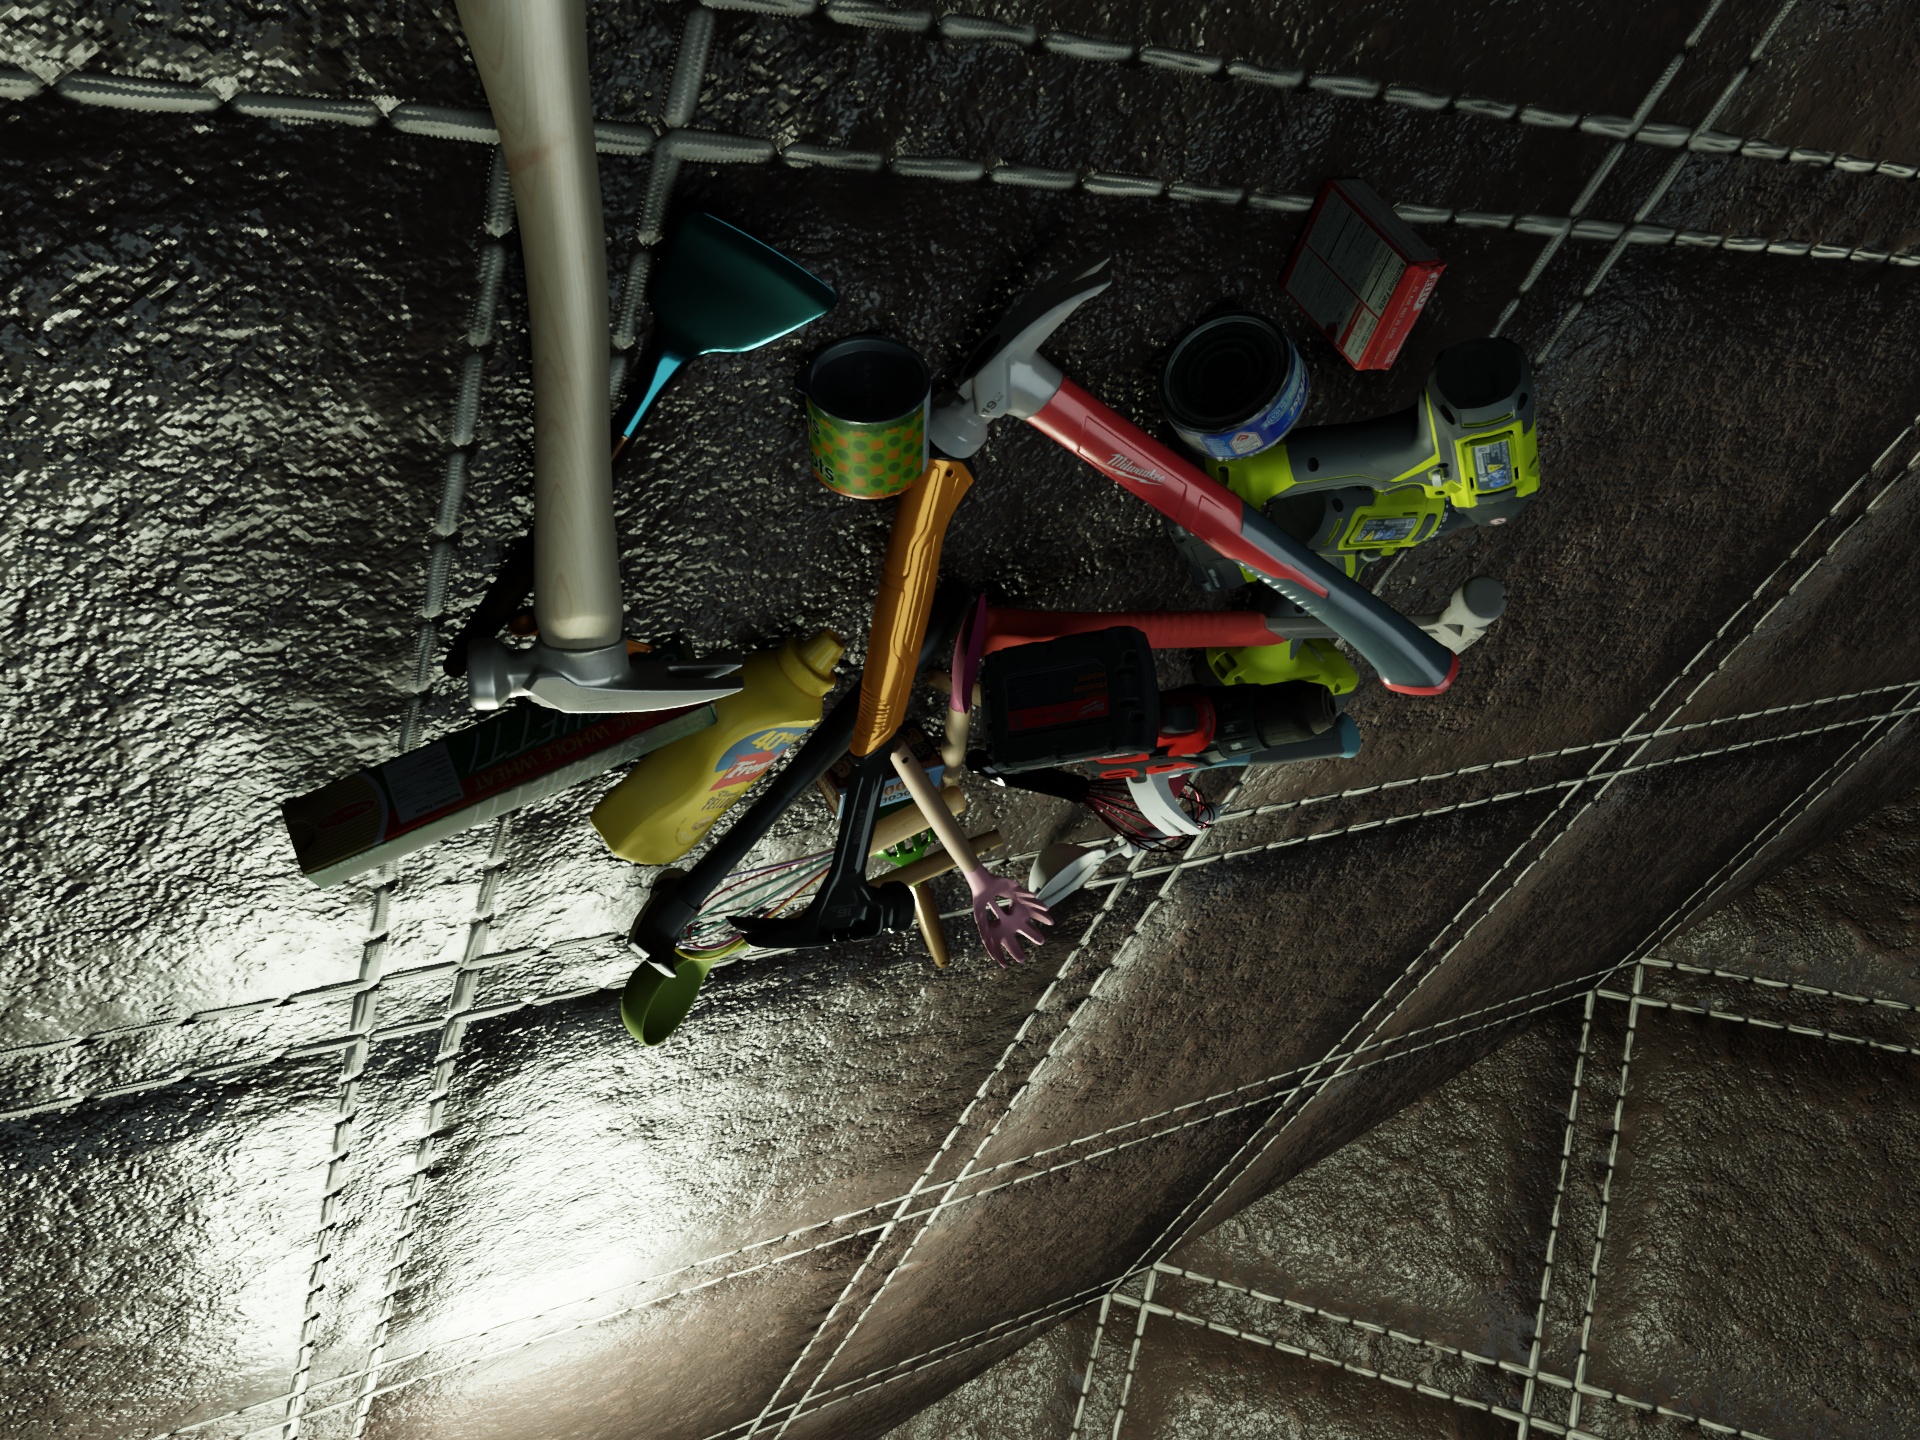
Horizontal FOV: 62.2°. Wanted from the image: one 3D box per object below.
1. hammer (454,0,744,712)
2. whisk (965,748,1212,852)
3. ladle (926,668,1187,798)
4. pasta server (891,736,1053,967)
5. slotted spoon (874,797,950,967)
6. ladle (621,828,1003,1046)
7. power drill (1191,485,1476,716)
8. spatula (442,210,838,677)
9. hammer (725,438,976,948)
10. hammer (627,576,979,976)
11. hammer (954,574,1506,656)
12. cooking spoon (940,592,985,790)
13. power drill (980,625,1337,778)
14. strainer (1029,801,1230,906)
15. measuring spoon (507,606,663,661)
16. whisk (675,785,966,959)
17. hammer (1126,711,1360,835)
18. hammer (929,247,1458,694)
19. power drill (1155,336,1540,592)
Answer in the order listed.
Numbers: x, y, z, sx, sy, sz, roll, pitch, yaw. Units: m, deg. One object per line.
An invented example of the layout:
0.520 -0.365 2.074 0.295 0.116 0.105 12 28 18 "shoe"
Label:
-0.169 -0.157 0.730 0.146 0.038 0.410 -2 136 -11 "hammer"
0.109 0.059 1.296 0.295 0.073 0.073 17 125 -44 "whisk"
0.085 0.006 1.211 0.031 0.069 0.315 -21 152 38 "ladle"
0.004 0.099 1.176 0.060 0.040 0.315 -41 146 -9 "pasta server"
-0.032 0.141 1.320 0.070 0.031 0.313 -21 149 -6 "slotted spoon"
-0.111 0.162 1.222 0.320 0.062 0.078 -23 155 -2 "ladle"
0.289 -0.101 1.204 0.190 0.080 0.228 -7 138 -32 "power drill"
-0.184 -0.123 0.803 0.082 0.044 0.317 25 122 -32 "spatula"
-0.055 -0.010 0.972 0.127 0.034 0.336 -3 118 -35 "hammer"
-0.104 0.035 1.048 0.035 0.146 0.334 41 102 -12 "hammer"
0.175 -0.060 1.087 0.359 0.037 0.149 -1 167 -6 "hammer"
-0.002 -0.003 1.073 0.017 0.069 0.318 12 160 1 "cooking spoon"
0.136 -0.005 1.075 0.188 0.080 0.226 -10 169 29 "power drill"
0.142 0.113 1.416 0.258 0.050 0.086 -19 153 -30 "strainer"
-0.214 -0.048 0.919 0.021 0.011 0.116 -39 152 22 "measuring spoon"
-0.107 0.112 1.181 0.245 0.047 0.051 -26 151 1 "whisk"
0.242 0.021 1.329 0.033 0.128 0.331 -8 177 43 "hammer"
0.172 -0.123 0.938 0.386 0.038 0.143 29 133 -26 "hammer"
0.248 -0.152 1.006 0.223 0.080 0.171 -10 155 18 "power drill"
